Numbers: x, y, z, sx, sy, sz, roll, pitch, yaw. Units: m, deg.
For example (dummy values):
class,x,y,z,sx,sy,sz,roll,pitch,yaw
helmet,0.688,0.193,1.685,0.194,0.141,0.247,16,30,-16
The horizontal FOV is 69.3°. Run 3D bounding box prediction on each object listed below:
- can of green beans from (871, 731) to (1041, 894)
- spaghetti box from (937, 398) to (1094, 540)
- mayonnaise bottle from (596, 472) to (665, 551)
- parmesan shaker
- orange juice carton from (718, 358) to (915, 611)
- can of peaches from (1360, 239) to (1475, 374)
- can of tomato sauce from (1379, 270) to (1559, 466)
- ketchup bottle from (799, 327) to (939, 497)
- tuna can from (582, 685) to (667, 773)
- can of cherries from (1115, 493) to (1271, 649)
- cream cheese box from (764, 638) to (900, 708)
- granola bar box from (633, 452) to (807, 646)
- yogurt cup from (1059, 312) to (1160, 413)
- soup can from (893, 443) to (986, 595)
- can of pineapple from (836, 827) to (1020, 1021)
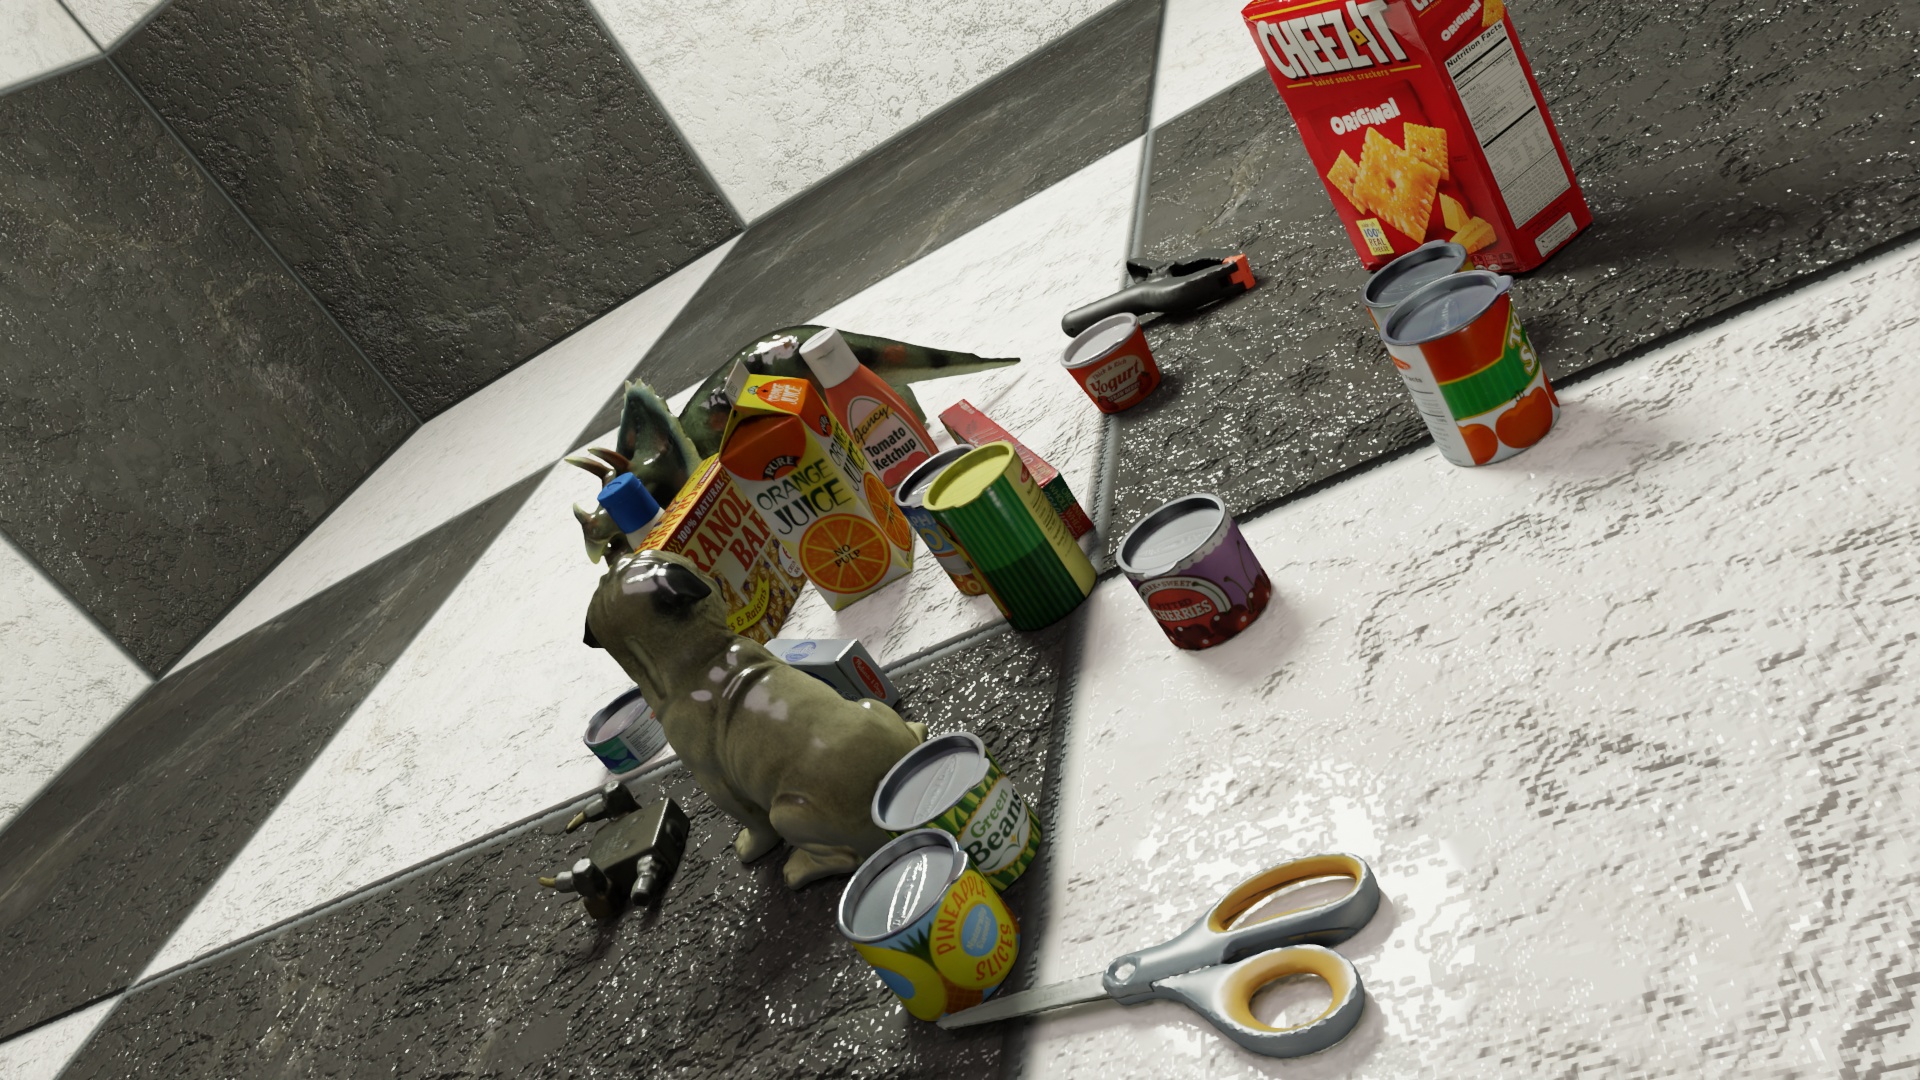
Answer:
class,x,y,z,sx,sy,sz,roll,pitch,yaw
can of green beans,-0.001,0.139,0.693,0.071,0.057,0.071,-29,23,14
spaghetti box,0.036,-0.055,1.034,0.029,0.050,0.250,-36,23,-2
mayonnaise bottle,-0.243,0.011,1.155,0.041,0.147,0.064,-46,25,-24
parmesan shaker,0.031,0.000,0.864,0.071,0.103,0.071,-29,23,14
orange juice carton,-0.116,-0.049,1.043,0.073,0.192,0.072,-29,23,15
can of peaches,0.289,-0.141,0.849,0.071,0.058,0.071,-29,23,14
can of tomato sauce,0.274,-0.092,0.741,0.071,0.083,0.071,-29,23,14
ketchup bottle,-0.079,-0.110,1.169,0.064,0.148,0.044,-33,23,5
tuna can,-0.252,0.143,1.057,0.071,0.032,0.071,-29,23,14
can of cherries,0.126,0.019,0.756,0.071,0.058,0.072,-29,23,14
cream cheese box,-0.090,0.091,0.914,0.103,0.053,0.024,-5,37,50
granola bar box,-0.185,0.022,1.087,0.039,0.124,0.166,-22,26,29
yogurt cup,0.118,-0.135,1.074,0.072,0.054,0.073,-29,23,14
soup can,0.003,-0.012,0.950,0.071,0.083,0.071,-29,23,14
can of pineapple,-0.013,0.176,0.637,0.071,0.057,0.071,-29,23,14
